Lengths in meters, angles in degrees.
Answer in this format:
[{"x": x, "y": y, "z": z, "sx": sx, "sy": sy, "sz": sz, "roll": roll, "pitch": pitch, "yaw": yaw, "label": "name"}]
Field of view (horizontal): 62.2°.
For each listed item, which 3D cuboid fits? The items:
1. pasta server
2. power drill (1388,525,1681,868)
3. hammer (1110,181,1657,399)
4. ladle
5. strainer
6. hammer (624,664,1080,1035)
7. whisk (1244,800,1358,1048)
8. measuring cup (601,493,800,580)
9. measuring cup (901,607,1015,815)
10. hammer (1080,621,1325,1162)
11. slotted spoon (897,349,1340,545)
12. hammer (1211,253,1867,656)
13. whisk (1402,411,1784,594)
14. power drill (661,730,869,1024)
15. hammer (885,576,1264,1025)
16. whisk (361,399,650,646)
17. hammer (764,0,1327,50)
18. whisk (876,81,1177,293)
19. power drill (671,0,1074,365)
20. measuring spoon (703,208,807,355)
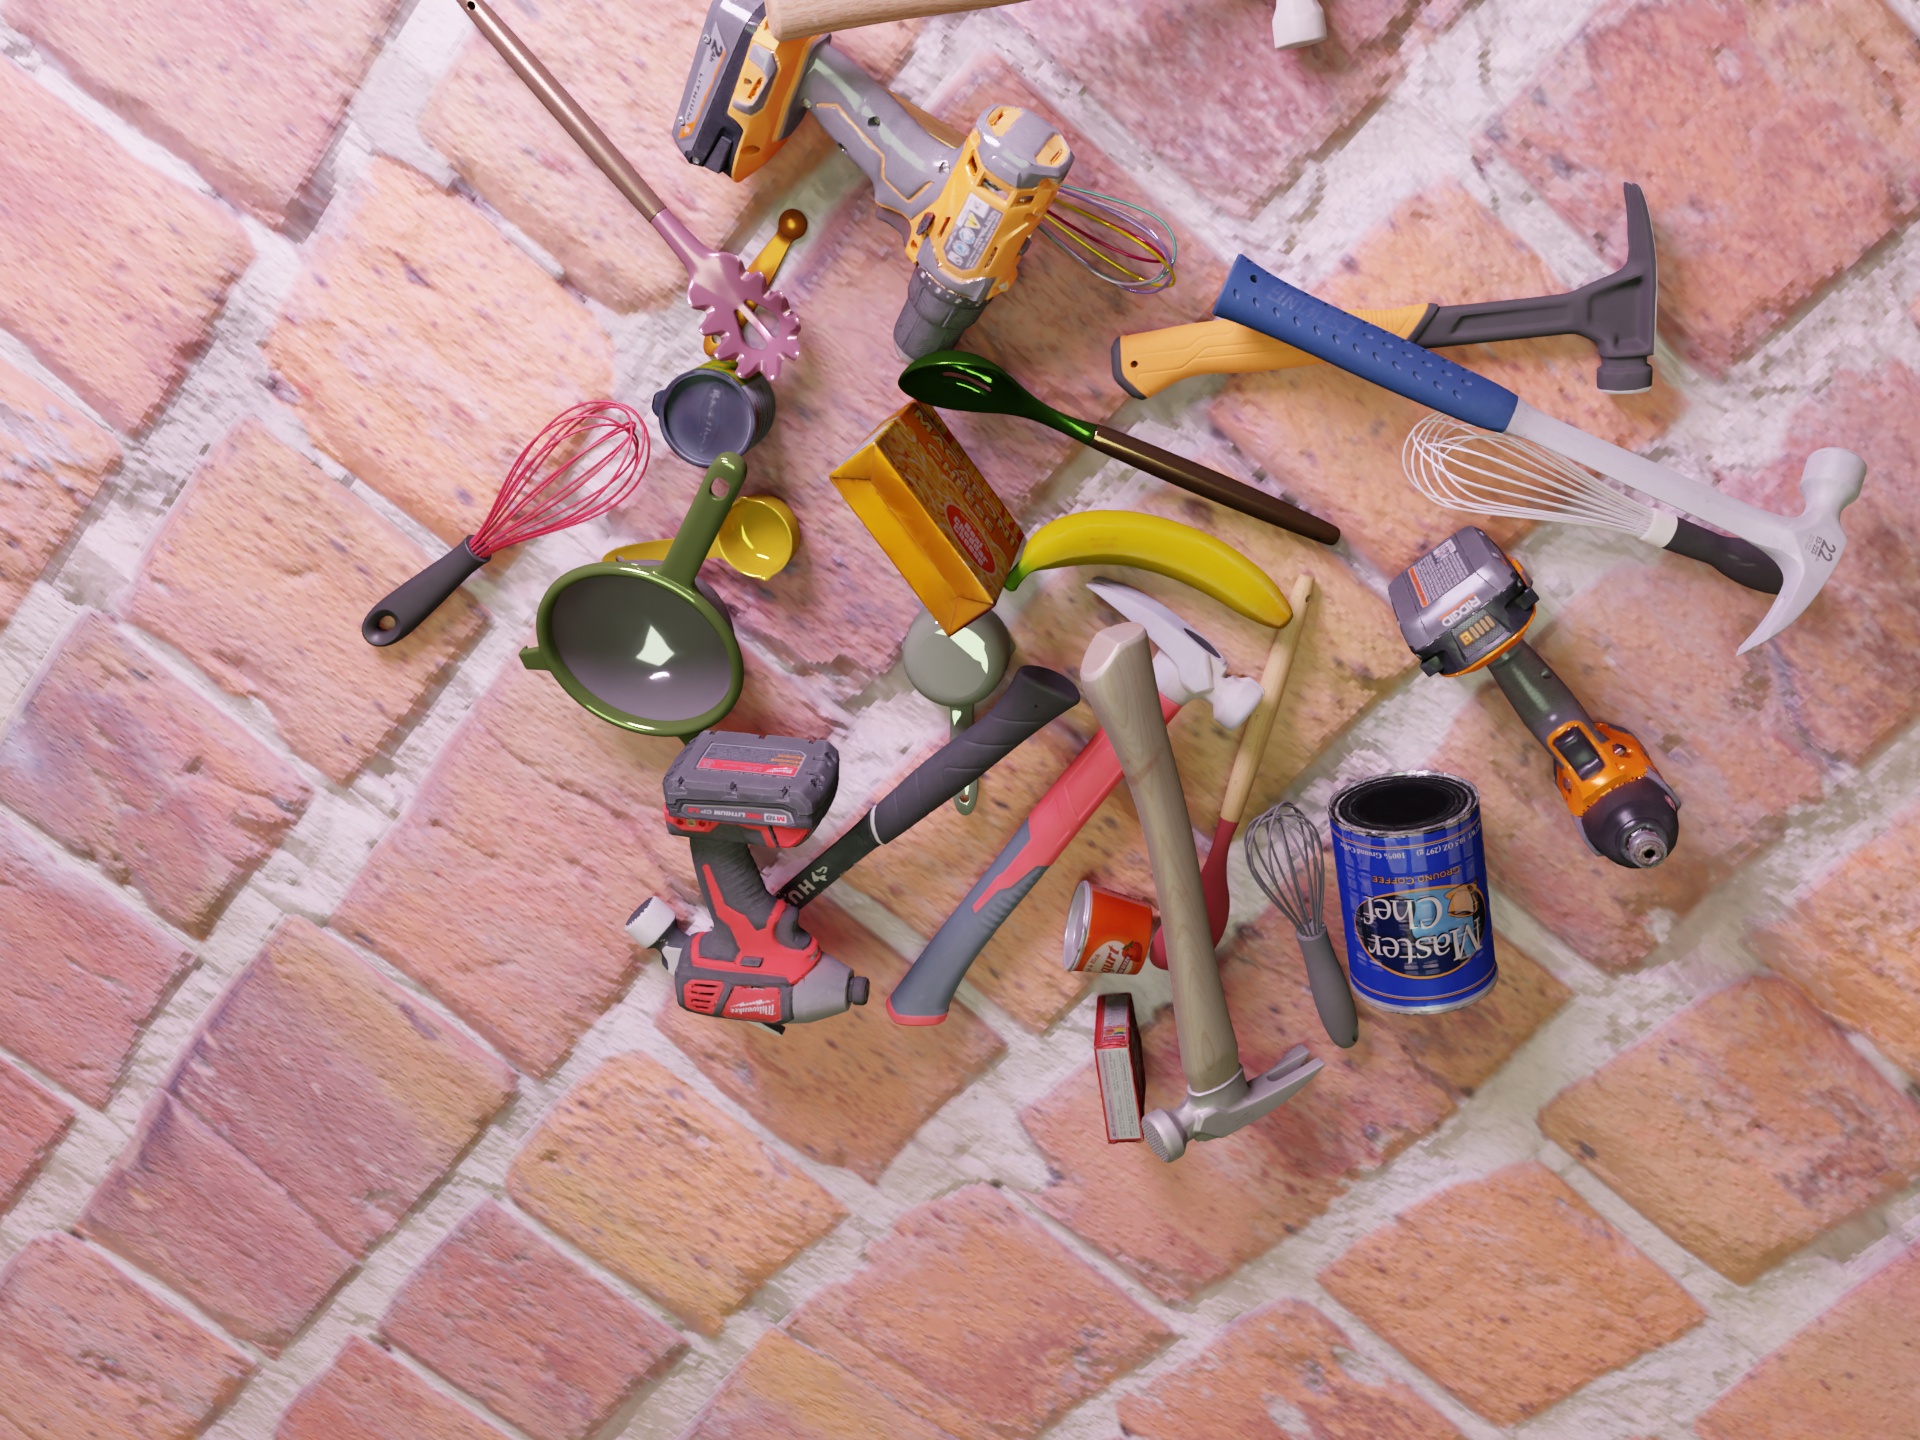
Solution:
[{"x": -0.217, "y": -0.350, "z": 1.034, "sx": 0.060, "sy": 0.040, "sz": 0.316, "roll": -40, "pitch": 98, "yaw": 12, "label": "pasta server"}, {"x": 0.377, "y": -0.006, "z": 1.022, "sx": 0.084, "sy": 0.164, "sz": 0.226, "roll": -38, "pitch": 100, "yaw": 20, "label": "power drill"}, {"x": 0.263, "y": -0.254, "z": 1.010, "sx": 0.337, "sy": 0.034, "sz": 0.127, "roll": -5, "pitch": 111, "yaw": 10, "label": "hammer"}, {"x": 0.200, "y": 0.046, "z": 1.134, "sx": 0.069, "sy": 0.031, "sz": 0.315, "roll": -1, "pitch": 113, "yaw": -40, "label": "ladle"}, {"x": -0.195, "y": -0.098, "z": 1.095, "sx": 0.151, "sy": 0.069, "sz": 0.256, "roll": 28, "pitch": 130, "yaw": -9, "label": "strainer"}, {"x": -0.070, "y": 0.092, "z": 1.171, "sx": 0.409, "sy": 0.036, "sz": 0.149, "roll": -39, "pitch": 103, "yaw": 26, "label": "hammer"}, {"x": 0.253, "y": 0.154, "z": 1.146, "sx": 0.055, "sy": 0.055, "sz": 0.238, "roll": -16, "pitch": 122, "yaw": 14, "label": "whisk"}, {"x": -0.185, "y": -0.126, "z": 1.134, "sx": 0.156, "sy": 0.029, "sz": 0.062, "roll": -6, "pitch": 112, "yaw": 23, "label": "measuring cup"}, {"x": -0.002, "y": -0.004, "z": 1.142, "sx": 0.083, "sy": 0.038, "sz": 0.167, "roll": 0, "pitch": 109, "yaw": 8, "label": "measuring cup"}, {"x": 0.160, "y": 0.118, "z": 1.107, "sx": 0.146, "sy": 0.038, "sz": 0.410, "roll": -24, "pitch": 117, "yaw": -18, "label": "hammer"}, {"x": 0.110, "y": -0.178, "z": 1.048, "sx": 0.313, "sy": 0.070, "sz": 0.031, "roll": 21, "pitch": 74, "yaw": -10, "label": "slotted spoon"}, {"x": 0.343, "y": -0.177, "z": 0.967, "sx": 0.405, "sy": 0.035, "sz": 0.144, "roll": 25, "pitch": 74, "yaw": 2, "label": "hammer"}, {"x": 0.420, "y": -0.136, "z": 1.024, "sx": 0.284, "sy": 0.070, "sz": 0.070, "roll": 19, "pitch": 113, "yaw": -5, "label": "whisk"}, {"x": -0.138, "y": 0.123, "z": 1.140, "sx": 0.143, "sy": 0.079, "sz": 0.219, "roll": 5, "pitch": 119, "yaw": 9, "label": "power drill"}, {"x": 0.047, "y": 0.077, "z": 1.163, "sx": 0.143, "sy": 0.038, "sz": 0.386, "roll": 39, "pitch": 114, "yaw": 5, "label": "hammer"}, {"x": -0.330, "y": -0.132, "z": 1.133, "sx": 0.296, "sy": 0.073, "sz": 0.073, "roll": -32, "pitch": 104, "yaw": 24, "label": "whisk"}, {"x": 0.051, "y": -0.435, "z": 0.914, "sx": 0.331, "sy": 0.031, "sz": 0.130, "roll": -13, "pitch": 105, "yaw": -10, "label": "hammer"}, {"x": 0.033, "y": -0.342, "z": 1.005, "sx": 0.245, "sy": 0.047, "sz": 0.051, "roll": 31, "pitch": 113, "yaw": -1, "label": "whisk"}, {"x": -0.062, "y": -0.334, "z": 0.989, "sx": 0.226, "sy": 0.084, "sz": 0.185, "roll": 32, "pitch": 139, "yaw": -3, "label": "power drill"}, {"x": -0.140, "y": -0.291, "z": 1.065, "sx": 0.021, "sy": 0.011, "sz": 0.117, "roll": 37, "pitch": 112, "yaw": -7, "label": "measuring spoon"}]
